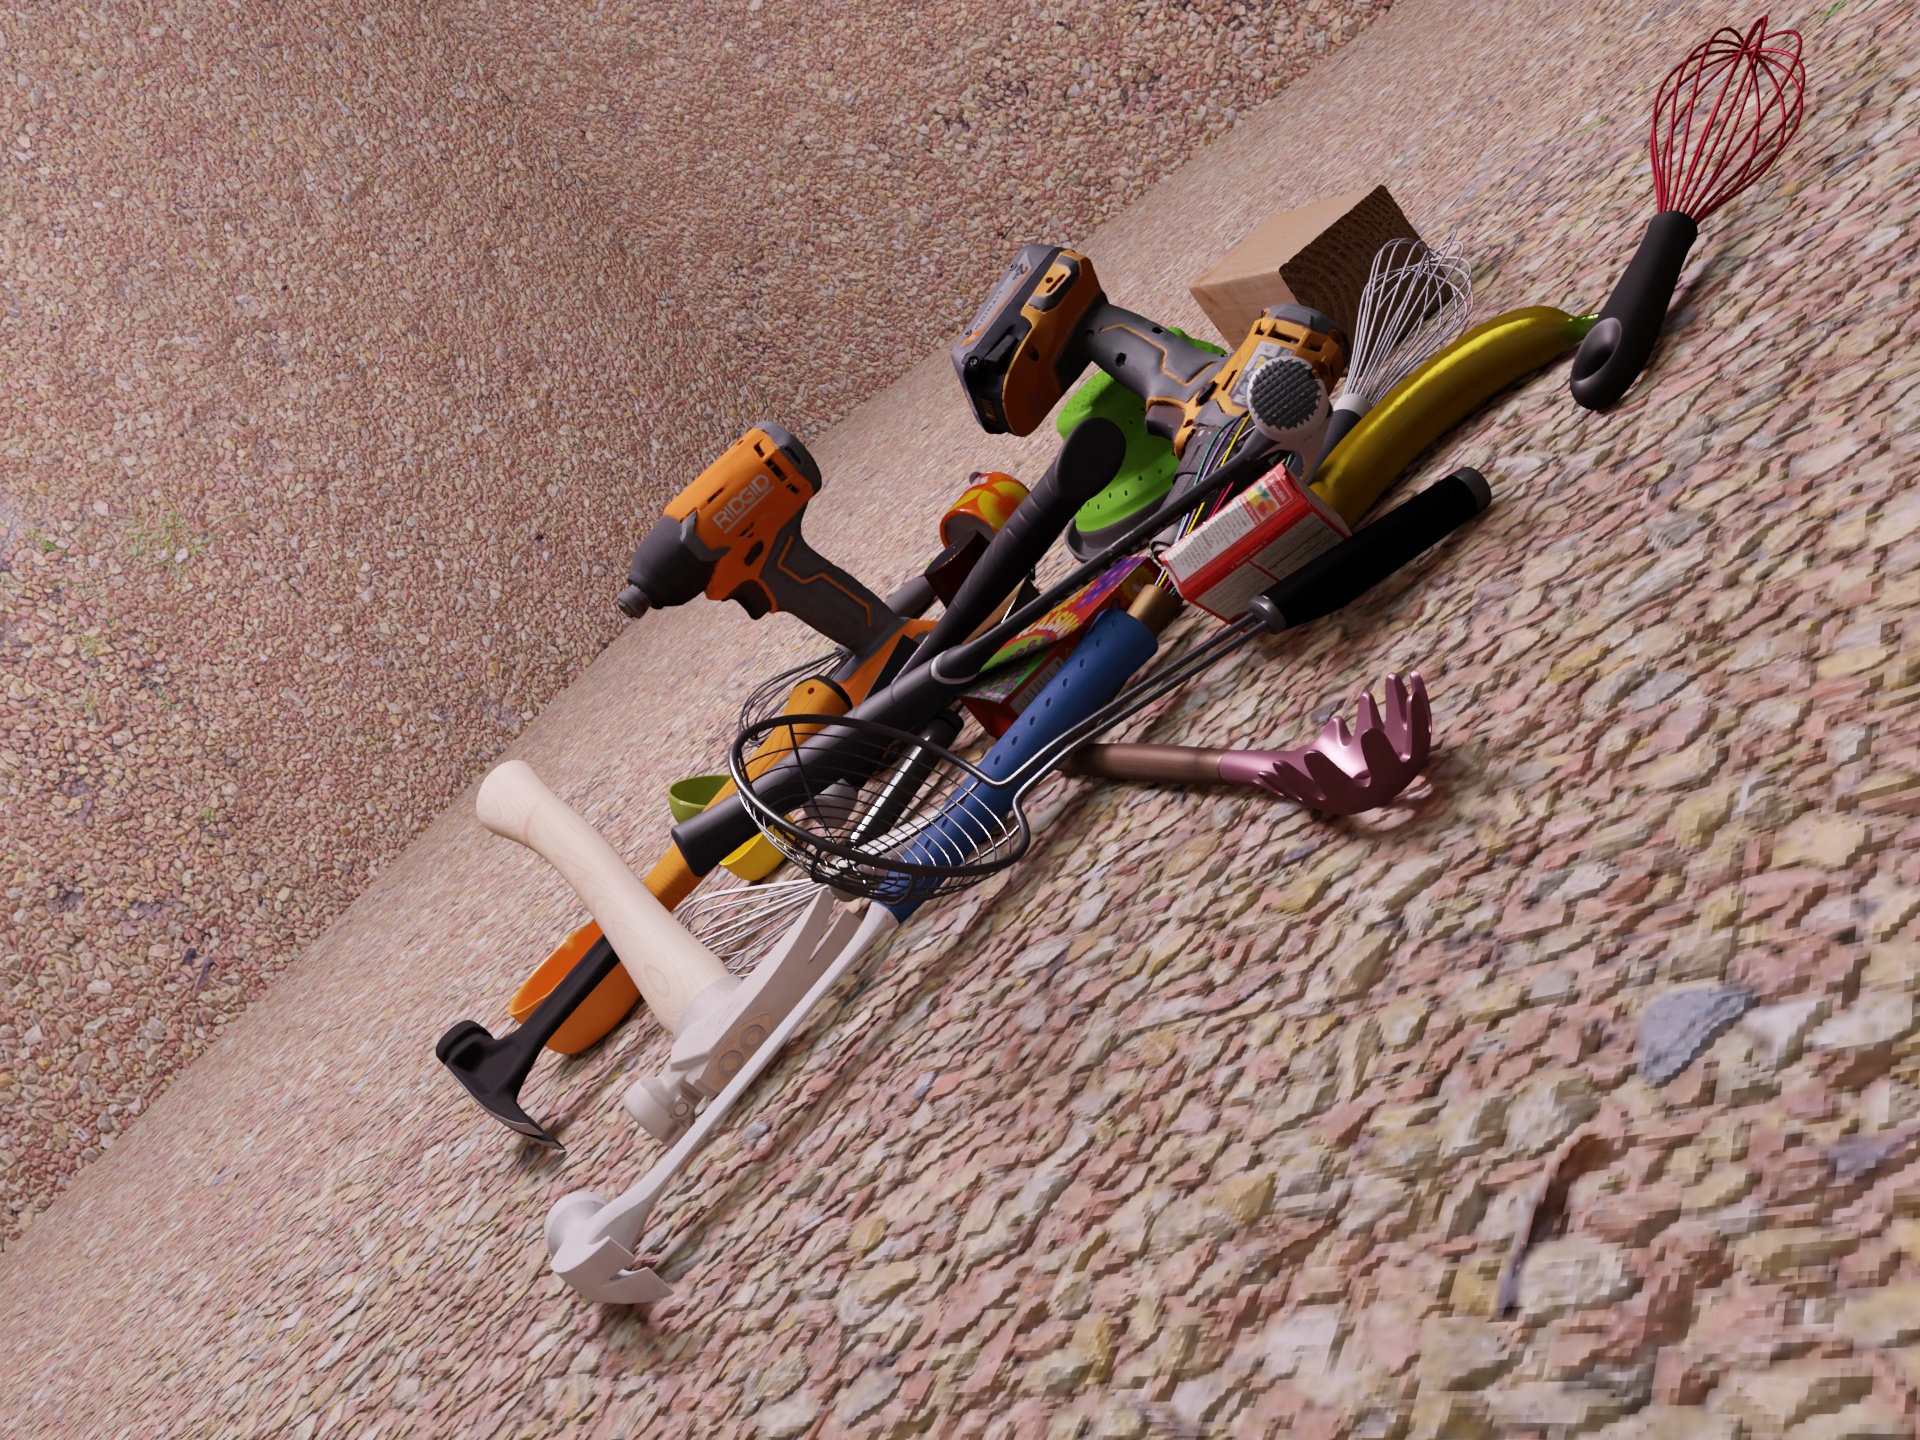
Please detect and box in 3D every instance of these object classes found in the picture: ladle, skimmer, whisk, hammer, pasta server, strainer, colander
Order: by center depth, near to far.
[{"bbox_3d":[0.077,-0.036,0.680,0.363,0.090,0.127,-32,40,-10],"label":"skimmer"},{"bbox_3d":[0.102,0.013,0.695,0.060,0.040,0.316,-35,12,-17],"label":"pasta server"},{"bbox_3d":[-0.040,0.099,0.742,0.405,0.035,0.144,-49,10,-17],"label":"hammer"},{"bbox_3d":[0.360,-0.255,0.791,0.073,0.073,0.296,-17,34,56],"label":"whisk"},{"bbox_3d":[0.014,-0.040,0.815,0.409,0.036,0.149,-35,-10,12],"label":"hammer"},{"bbox_3d":[0.121,-0.088,0.886,0.245,0.051,0.047,-54,-13,-18],"label":"whisk"},{"bbox_3d":[-0.074,0.093,0.887,0.246,0.058,0.059,-28,-11,28],"label":"whisk"},{"bbox_3d":[0.238,-0.197,0.924,0.070,0.070,0.285,-22,29,51],"label":"whisk"},{"bbox_3d":[0.003,-0.063,0.925,0.334,0.035,0.146,-49,9,51],"label":"hammer"},{"bbox_3d":[-0.204,0.093,0.951,0.146,0.038,0.411,-49,35,-8],"label":"hammer"},{"bbox_3d":[-0.179,0.105,0.986,0.127,0.034,0.337,22,67,46],"label":"hammer"},{"bbox_3d":[-0.002,-0.003,0.991,0.258,0.050,0.086,-54,-5,-23],"label":"strainer"},{"bbox_3d":[-0.081,-0.015,1.190,0.320,0.062,0.078,-37,18,4],"label":"ladle"},{"bbox_3d":[0.113,-0.219,1.208,0.204,0.094,0.397,-43,15,-8],"label":"colander"},{"bbox_3d":[-0.101,-0.055,1.376,0.239,0.055,0.055,-42,14,-20],"label":"whisk"}]

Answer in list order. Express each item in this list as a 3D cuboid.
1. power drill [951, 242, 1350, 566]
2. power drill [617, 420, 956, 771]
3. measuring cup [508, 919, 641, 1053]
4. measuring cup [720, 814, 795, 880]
[{"bbox_3d":[0.106,-0.199,1.007,0.226,0.084,0.185,24,73,26],"label":"power drill"},{"bbox_3d":[-0.116,-0.070,1.091,0.164,0.226,0.084,-46,15,-17],"label":"power drill"},{"bbox_3d":[-0.218,0.154,1.056,0.173,0.052,0.095,-38,15,3],"label":"measuring cup"},{"bbox_3d":[-0.124,0.050,1.120,0.062,0.029,0.157,-28,28,38],"label":"measuring cup"}]
